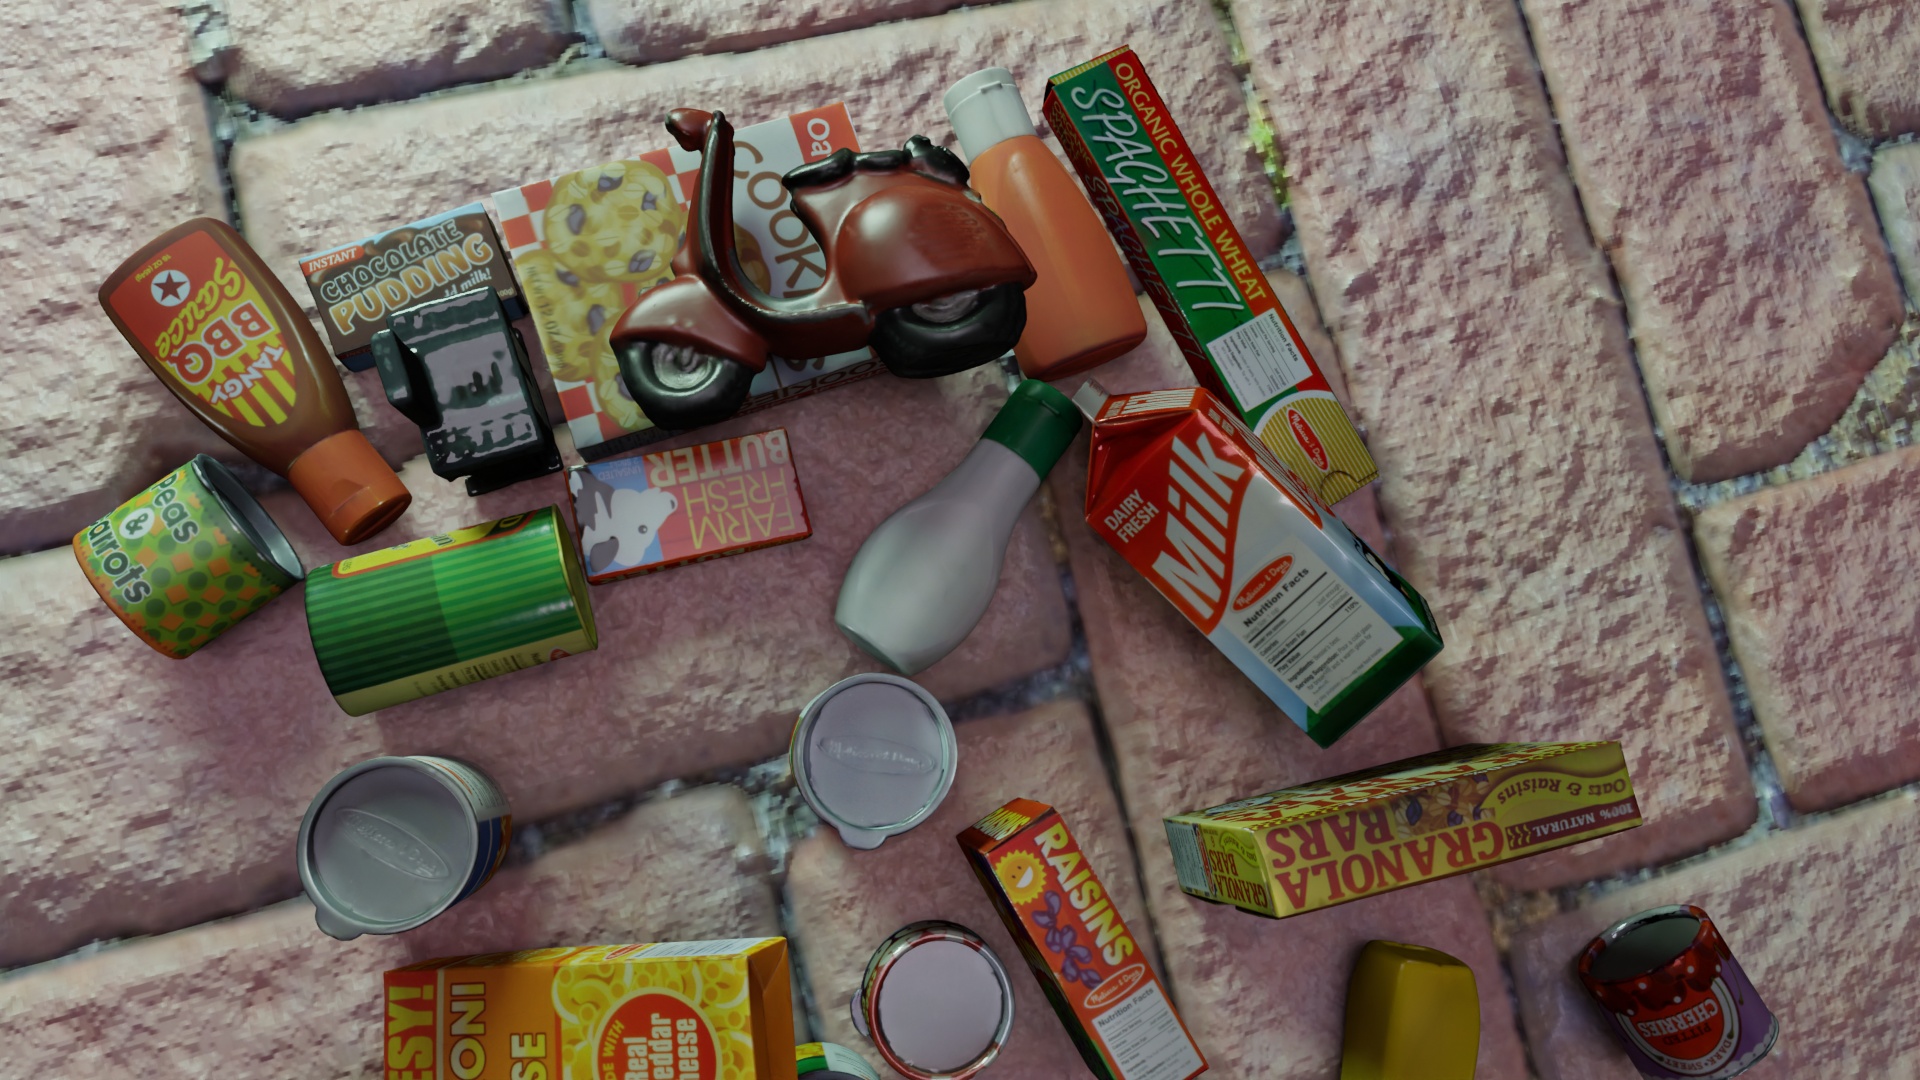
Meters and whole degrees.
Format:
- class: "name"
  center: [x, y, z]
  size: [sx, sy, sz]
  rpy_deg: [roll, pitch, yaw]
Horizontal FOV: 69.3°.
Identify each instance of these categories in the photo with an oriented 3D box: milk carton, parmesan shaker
- class: "milk carton"
  center: [0.124, -0.004, 0.636]
  size: [0.190, 0.072, 0.073]
  rpy_deg: [44, 108, -1]
- class: "parmesan shaker"
  center: [-0.214, 0.029, 0.588]
  size: [0.103, 0.071, 0.071]
  rpy_deg: [-16, 85, -11]

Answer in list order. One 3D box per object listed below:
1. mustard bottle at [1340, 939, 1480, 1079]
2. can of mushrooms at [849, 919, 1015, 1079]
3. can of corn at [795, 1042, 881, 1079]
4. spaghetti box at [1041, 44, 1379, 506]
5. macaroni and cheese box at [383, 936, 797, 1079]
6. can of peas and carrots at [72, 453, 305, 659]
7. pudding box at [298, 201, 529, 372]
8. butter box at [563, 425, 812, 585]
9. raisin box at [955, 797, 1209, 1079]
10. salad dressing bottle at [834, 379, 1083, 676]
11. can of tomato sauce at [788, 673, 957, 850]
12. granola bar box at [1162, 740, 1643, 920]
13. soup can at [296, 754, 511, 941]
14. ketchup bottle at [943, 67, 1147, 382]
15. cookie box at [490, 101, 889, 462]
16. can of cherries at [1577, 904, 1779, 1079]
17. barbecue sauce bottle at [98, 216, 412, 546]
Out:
- class: "mustard bottle"
  center: [0.199, 0.266, 0.626]
  size: [0.049, 0.065, 0.160]
  rpy_deg: [7, 86, -3]
- class: "can of mushrooms"
  center: [-0.012, 0.204, 0.614]
  size: [0.071, 0.033, 0.071]
  rpy_deg: [1, 82, -10]
- class: "can of corn"
  center: [-0.061, 0.253, 0.586]
  size: [0.071, 0.058, 0.071]
  rpy_deg: [1, 82, -9]
- class: "spaghetti box"
  center: [0.122, -0.127, 0.688]
  size: [0.050, 0.028, 0.250]
  rpy_deg: [-29, 87, -12]
- class: "macaroni and cheese box"
  center: [-0.147, 0.226, 0.550]
  size: [0.166, 0.040, 0.124]
  rpy_deg: [-8, 82, 16]
- class: "can of peas and carrots"
  center: [-0.319, 0.006, 0.575]
  size: [0.059, 0.071, 0.071]
  rpy_deg: [-37, 89, -12]
- class: "pudding box"
  center: [-0.245, -0.114, 0.626]
  size: [0.084, 0.030, 0.049]
  rpy_deg: [-21, 85, -12]
- class: "butter box"
  center: [-0.123, -0.016, 0.634]
  size: [0.104, 0.024, 0.053]
  rpy_deg: [-12, 83, -11]
- class: "raisin box"
  center: [0.049, 0.175, 0.602]
  size: [0.040, 0.086, 0.123]
  rpy_deg: [-30, 87, -10]
- class: "salad dressing bottle"
  center: [0.002, -0.008, 0.644]
  size: [0.064, 0.044, 0.148]
  rpy_deg: [37, 77, 0]
- class: "can of tomato sauce"
  center: [-0.040, 0.094, 0.601]
  size: [0.071, 0.083, 0.071]
  rpy_deg: [1, 82, -9]
- class: "granola bar box"
  center: [0.188, 0.125, 0.612]
  size: [0.166, 0.124, 0.039]
  rpy_deg: [-11, 83, -10]
- class: "soup can"
  center: [-0.225, 0.123, 0.566]
  size: [0.071, 0.083, 0.071]
  rpy_deg: [1, 82, -9]
- class: "ketchup bottle"
  center: [0.035, -0.154, 0.671]
  size: [0.065, 0.043, 0.149]
  rpy_deg: [-21, 85, -12]
- class: "cookie box"
  center: [-0.113, -0.120, 0.644]
  size: [0.168, 0.040, 0.123]
  rpy_deg: [-18, 86, -11]
- class: "can of cherries"
  center: [0.334, 0.214, 0.650]
  size: [0.071, 0.071, 0.058]
  rpy_deg: [-31, 87, -12]
- class: "barbecue sauce bottle"
  center: [-0.299, -0.065, 0.603]
  size: [0.065, 0.043, 0.148]
  rpy_deg: [-40, 90, -6]
